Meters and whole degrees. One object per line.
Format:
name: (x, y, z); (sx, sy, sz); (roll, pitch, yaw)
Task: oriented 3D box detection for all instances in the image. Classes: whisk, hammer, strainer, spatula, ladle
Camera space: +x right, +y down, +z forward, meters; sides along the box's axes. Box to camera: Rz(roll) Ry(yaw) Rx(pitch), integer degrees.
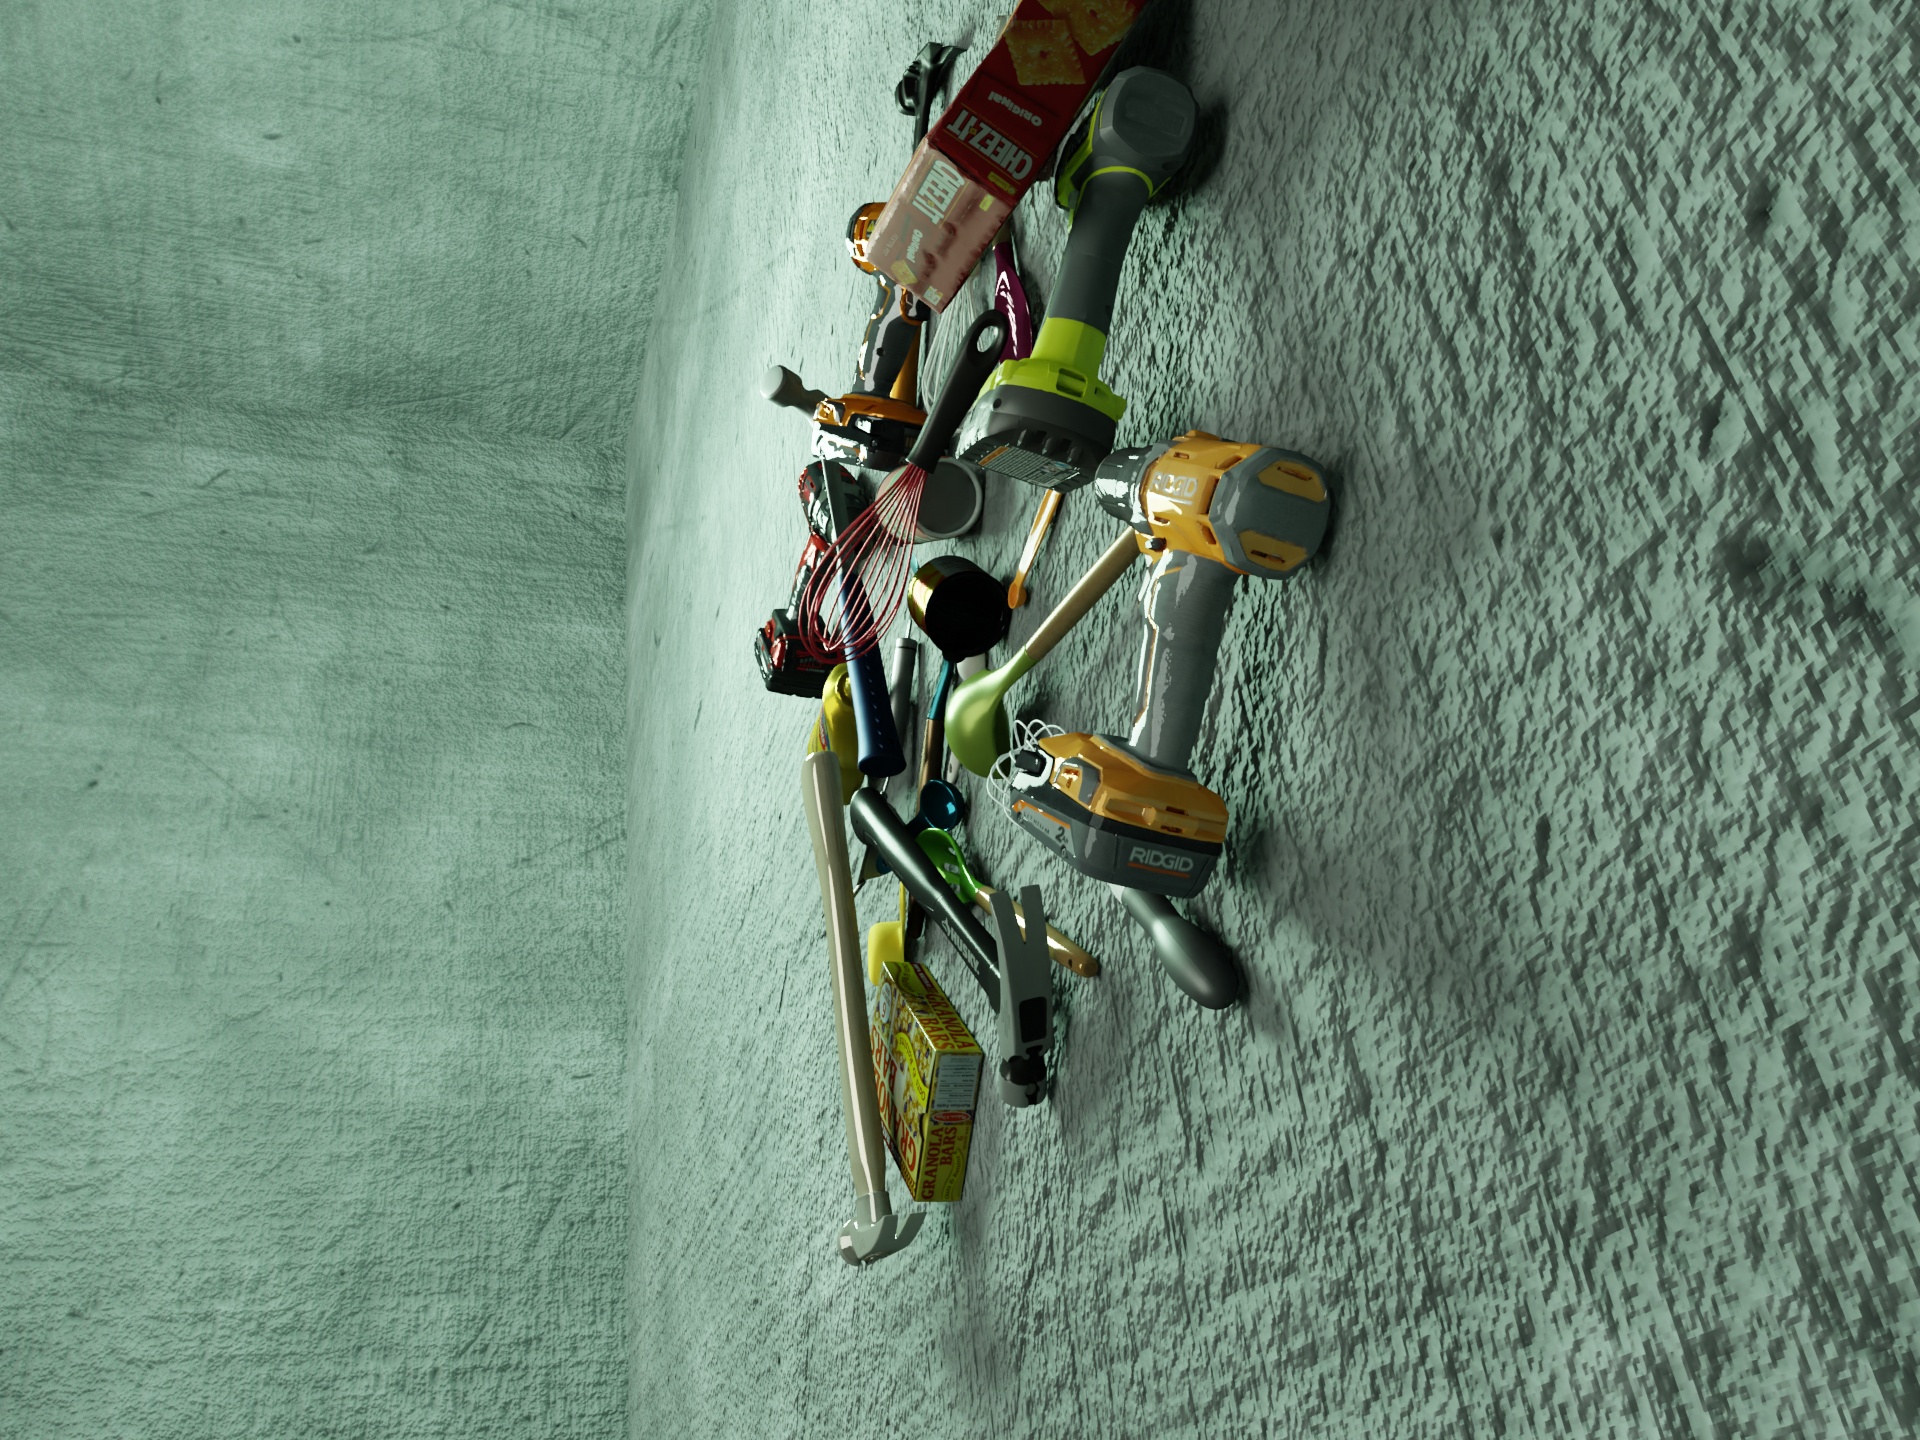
whisk: (0.002, -0.335, 1.220); (0.058, 0.059, 0.246); (22, 124, 28)
hammer: (-0.093, -0.130, 1.387); (0.035, 0.144, 0.406); (-32, 53, 29)
hammer: (-0.015, 0.125, 1.143); (0.335, 0.035, 0.146); (-136, 41, -59)
strainer: (-0.059, 0.038, 1.375); (0.087, 0.050, 0.258); (104, 173, -81)
whisk: (0.086, 0.080, 0.916); (0.285, 0.070, 0.070); (-127, 45, -56)
spatula: (-0.033, 0.023, 1.296); (0.082, 0.044, 0.317); (-128, 43, -79)
hammer: (-0.087, 0.212, 1.267); (0.146, 0.038, 0.411); (123, 142, -59)
hammer: (-0.040, -0.432, 1.436); (0.127, 0.034, 0.337); (-177, 91, -73)
ladle: (0.071, -0.056, 1.025); (0.320, 0.062, 0.078); (131, 143, -51)
whisk: (-0.039, -0.174, 1.201); (0.296, 0.073, 0.073); (-62, 24, 10)

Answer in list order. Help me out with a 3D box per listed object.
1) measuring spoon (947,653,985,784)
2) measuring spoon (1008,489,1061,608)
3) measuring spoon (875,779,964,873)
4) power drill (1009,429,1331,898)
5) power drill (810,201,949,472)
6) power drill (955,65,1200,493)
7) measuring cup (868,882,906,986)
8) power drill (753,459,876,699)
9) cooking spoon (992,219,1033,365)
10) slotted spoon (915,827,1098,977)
measuring spoon: (-0.002, -0.004, 1.247); (0.034, 0.018, 0.124); (-119, 37, -59)
measuring spoon: (0.057, -0.128, 1.118); (0.021, 0.011, 0.116); (-110, 33, -50)
measuring spoon: (-0.032, 0.088, 1.276); (0.042, 0.021, 0.128); (58, 136, 16)
power drill: (0.097, -0.041, 0.836); (0.185, 0.084, 0.226); (34, 109, 66)
power drill: (-0.046, -0.322, 1.338); (0.164, 0.084, 0.226); (21, 103, 51)
power drill: (0.070, -0.259, 0.964); (0.171, 0.080, 0.223); (-173, 100, -80)
measuring cup: (-0.061, 0.171, 1.316); (0.156, 0.029, 0.062); (96, 171, -54)
power drill: (-0.139, -0.135, 1.606); (0.188, 0.080, 0.226); (-119, 41, -58)
cooking spoon: (0.031, -0.385, 1.236); (0.068, 0.017, 0.319); (116, 151, -56)
slotted spoon: (0.027, 0.132, 1.119); (0.314, 0.031, 0.070); (-159, 67, -69)
